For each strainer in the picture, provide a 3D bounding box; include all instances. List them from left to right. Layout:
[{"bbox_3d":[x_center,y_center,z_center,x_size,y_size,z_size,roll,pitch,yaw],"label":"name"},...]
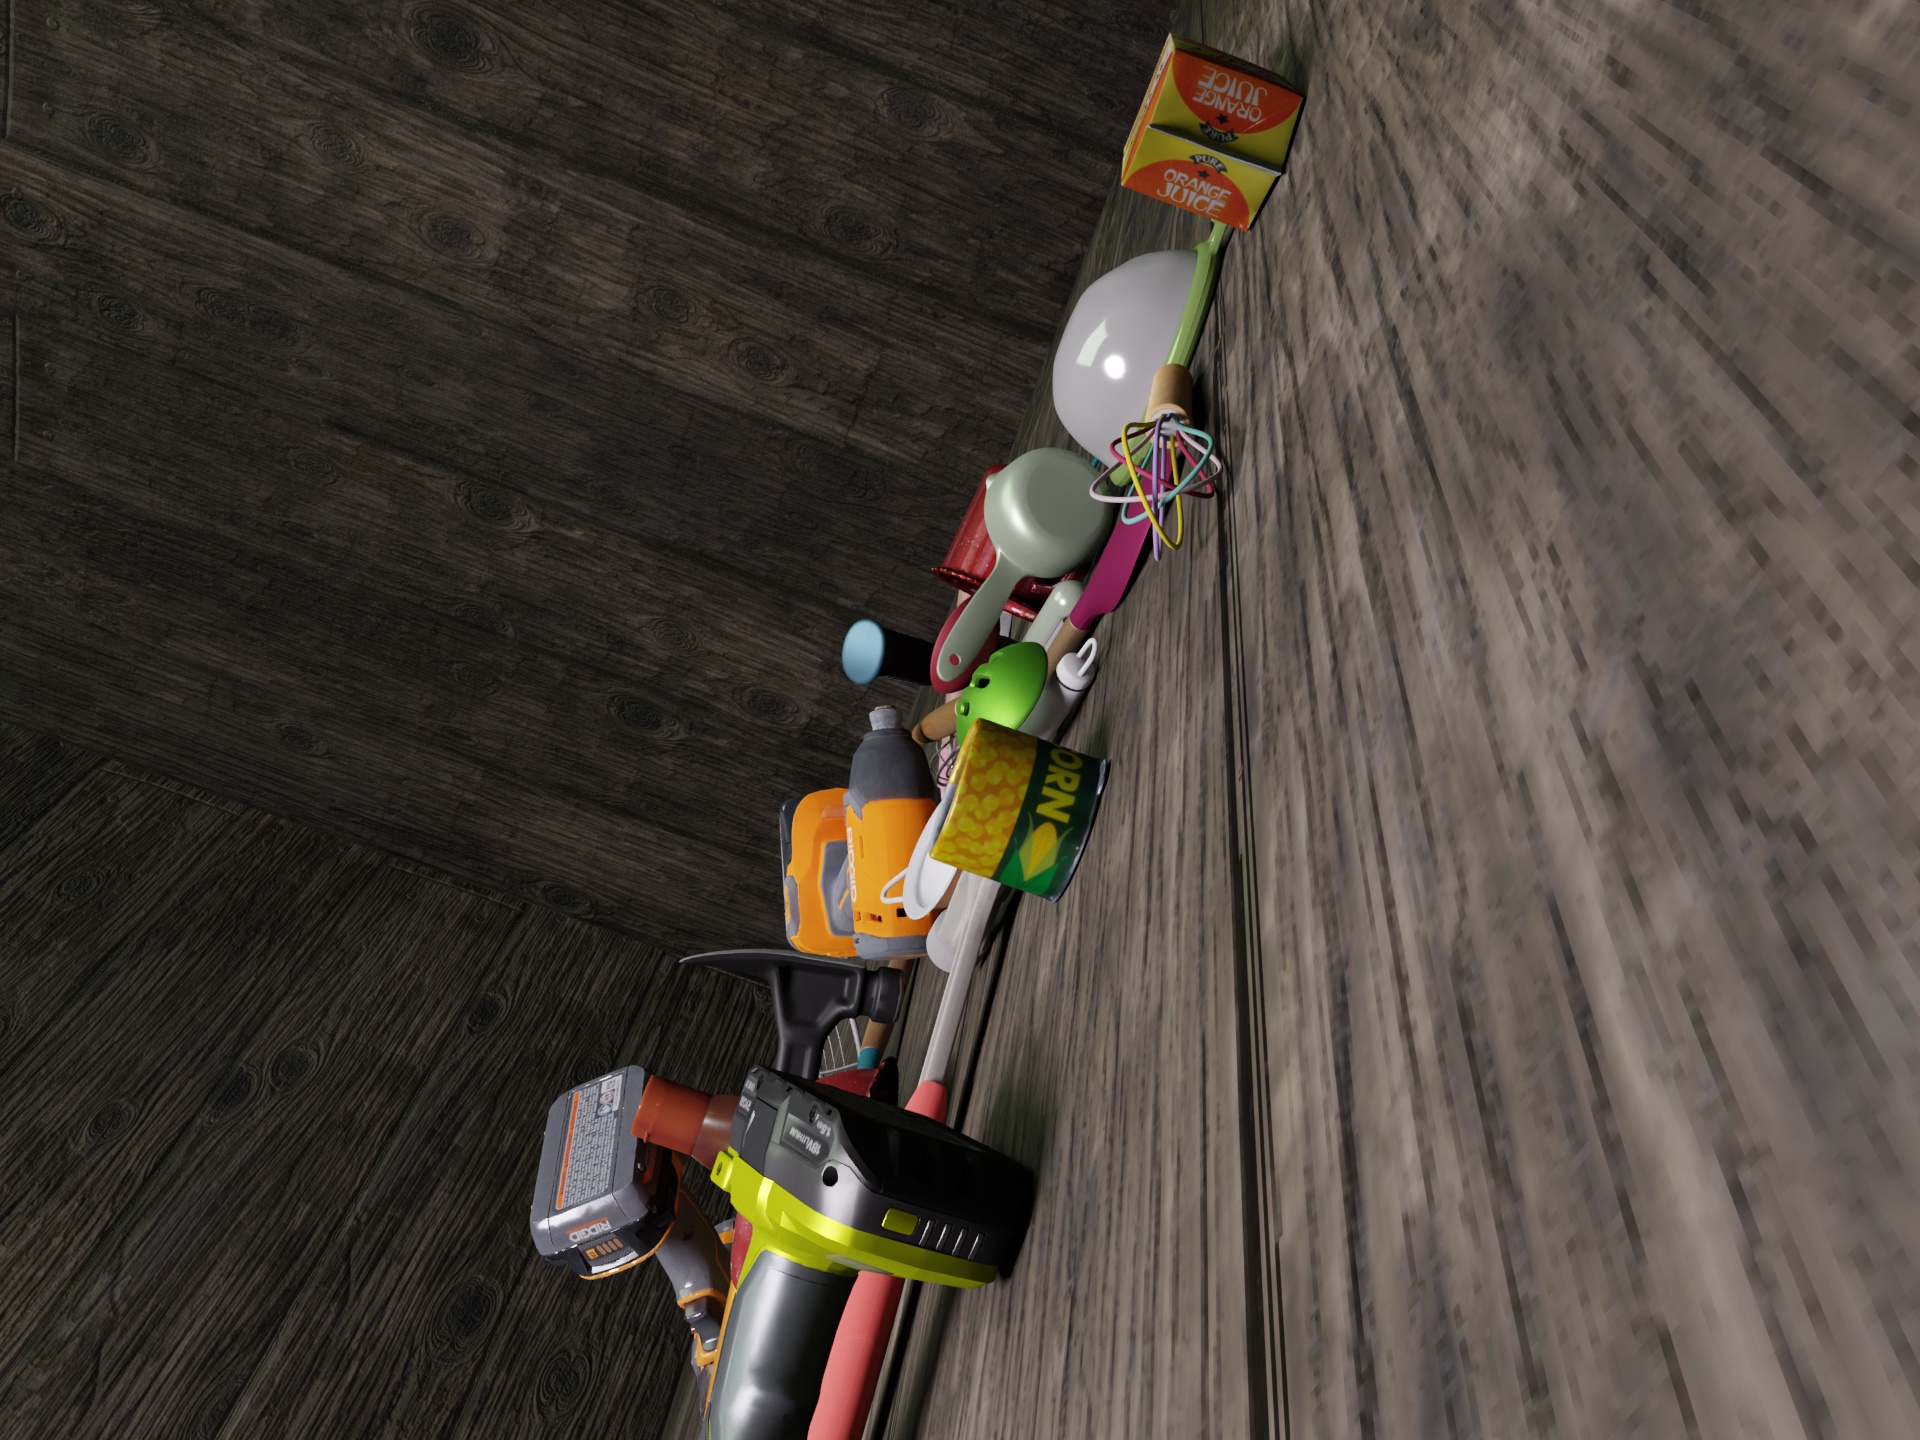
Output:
[{"bbox_3d":[0.021,0.039,0.883,0.258,0.050,0.087,122,163,-46],"label":"strainer"},{"bbox_3d":[0.088,-0.216,0.994,0.256,0.069,0.151,149,141,-82],"label":"strainer"}]

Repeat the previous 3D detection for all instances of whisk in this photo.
[{"bbox_3d":[0.033,-0.015,1.010,0.246,0.057,0.059,121,135,-56],"label":"whisk"},{"bbox_3d":[0.092,-0.132,0.719,0.051,0.047,0.245,-54,7,25],"label":"whisk"}]

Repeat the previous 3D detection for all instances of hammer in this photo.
[{"bbox_3d":[-0.116,0.295,0.875,0.034,0.127,0.337,131,147,-80],"label":"hammer"},{"bbox_3d":[-0.024,0.206,0.696,0.149,0.036,0.359,115,174,-53],"label":"hammer"},{"bbox_3d":[-0.021,-0.039,1.198,0.331,0.033,0.128,8,-79,-75],"label":"hammer"}]

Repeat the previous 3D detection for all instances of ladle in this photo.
[{"bbox_3d":[0.022,-0.051,1.111,0.069,0.031,0.315,-65,-6,5],"label":"ladle"}]

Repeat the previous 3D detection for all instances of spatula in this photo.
[{"bbox_3d":[-0.060,0.210,1.111,0.318,0.082,0.044,-70,-41,-64],"label":"spatula"}]

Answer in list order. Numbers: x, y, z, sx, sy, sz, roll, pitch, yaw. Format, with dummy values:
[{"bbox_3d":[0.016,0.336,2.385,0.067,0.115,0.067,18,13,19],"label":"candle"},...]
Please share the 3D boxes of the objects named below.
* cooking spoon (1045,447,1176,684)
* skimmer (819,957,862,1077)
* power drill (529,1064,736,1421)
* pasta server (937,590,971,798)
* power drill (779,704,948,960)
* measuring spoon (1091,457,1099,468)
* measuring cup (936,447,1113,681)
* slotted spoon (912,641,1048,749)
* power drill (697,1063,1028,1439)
[{"bbox_3d":[0.060,-0.043,0.895,0.318,0.017,0.069,116,173,-56],"label":"cooking spoon"},{"bbox_3d":[-0.053,0.182,1.291,0.363,0.090,0.127,-58,-19,-53],"label":"skimmer"},{"bbox_3d":[-0.173,0.349,0.984,0.186,0.084,0.226,-100,-16,-58],"label":"power drill"},{"bbox_3d":[-0.011,-0.007,1.161,0.060,0.040,0.316,-65,-16,-63],"label":"pasta server"},{"bbox_3d":[-0.067,0.085,1.102,0.226,0.084,0.164,151,116,-70],"label":"power drill"},{"bbox_3d":[0.082,-0.142,1.161,0.128,0.021,0.042,-62,1,-10],"label":"measuring spoon"},{"bbox_3d":[0.035,-0.092,0.940,0.168,0.083,0.038,-59,12,-24],"label":"measuring cup"},{"bbox_3d":[-0.002,-0.003,0.947,0.070,0.031,0.314,-61,6,-9],"label":"slotted spoon"},{"bbox_3d":[-0.057,0.245,0.533,0.190,0.080,0.228,-5,64,66],"label":"power drill"}]
